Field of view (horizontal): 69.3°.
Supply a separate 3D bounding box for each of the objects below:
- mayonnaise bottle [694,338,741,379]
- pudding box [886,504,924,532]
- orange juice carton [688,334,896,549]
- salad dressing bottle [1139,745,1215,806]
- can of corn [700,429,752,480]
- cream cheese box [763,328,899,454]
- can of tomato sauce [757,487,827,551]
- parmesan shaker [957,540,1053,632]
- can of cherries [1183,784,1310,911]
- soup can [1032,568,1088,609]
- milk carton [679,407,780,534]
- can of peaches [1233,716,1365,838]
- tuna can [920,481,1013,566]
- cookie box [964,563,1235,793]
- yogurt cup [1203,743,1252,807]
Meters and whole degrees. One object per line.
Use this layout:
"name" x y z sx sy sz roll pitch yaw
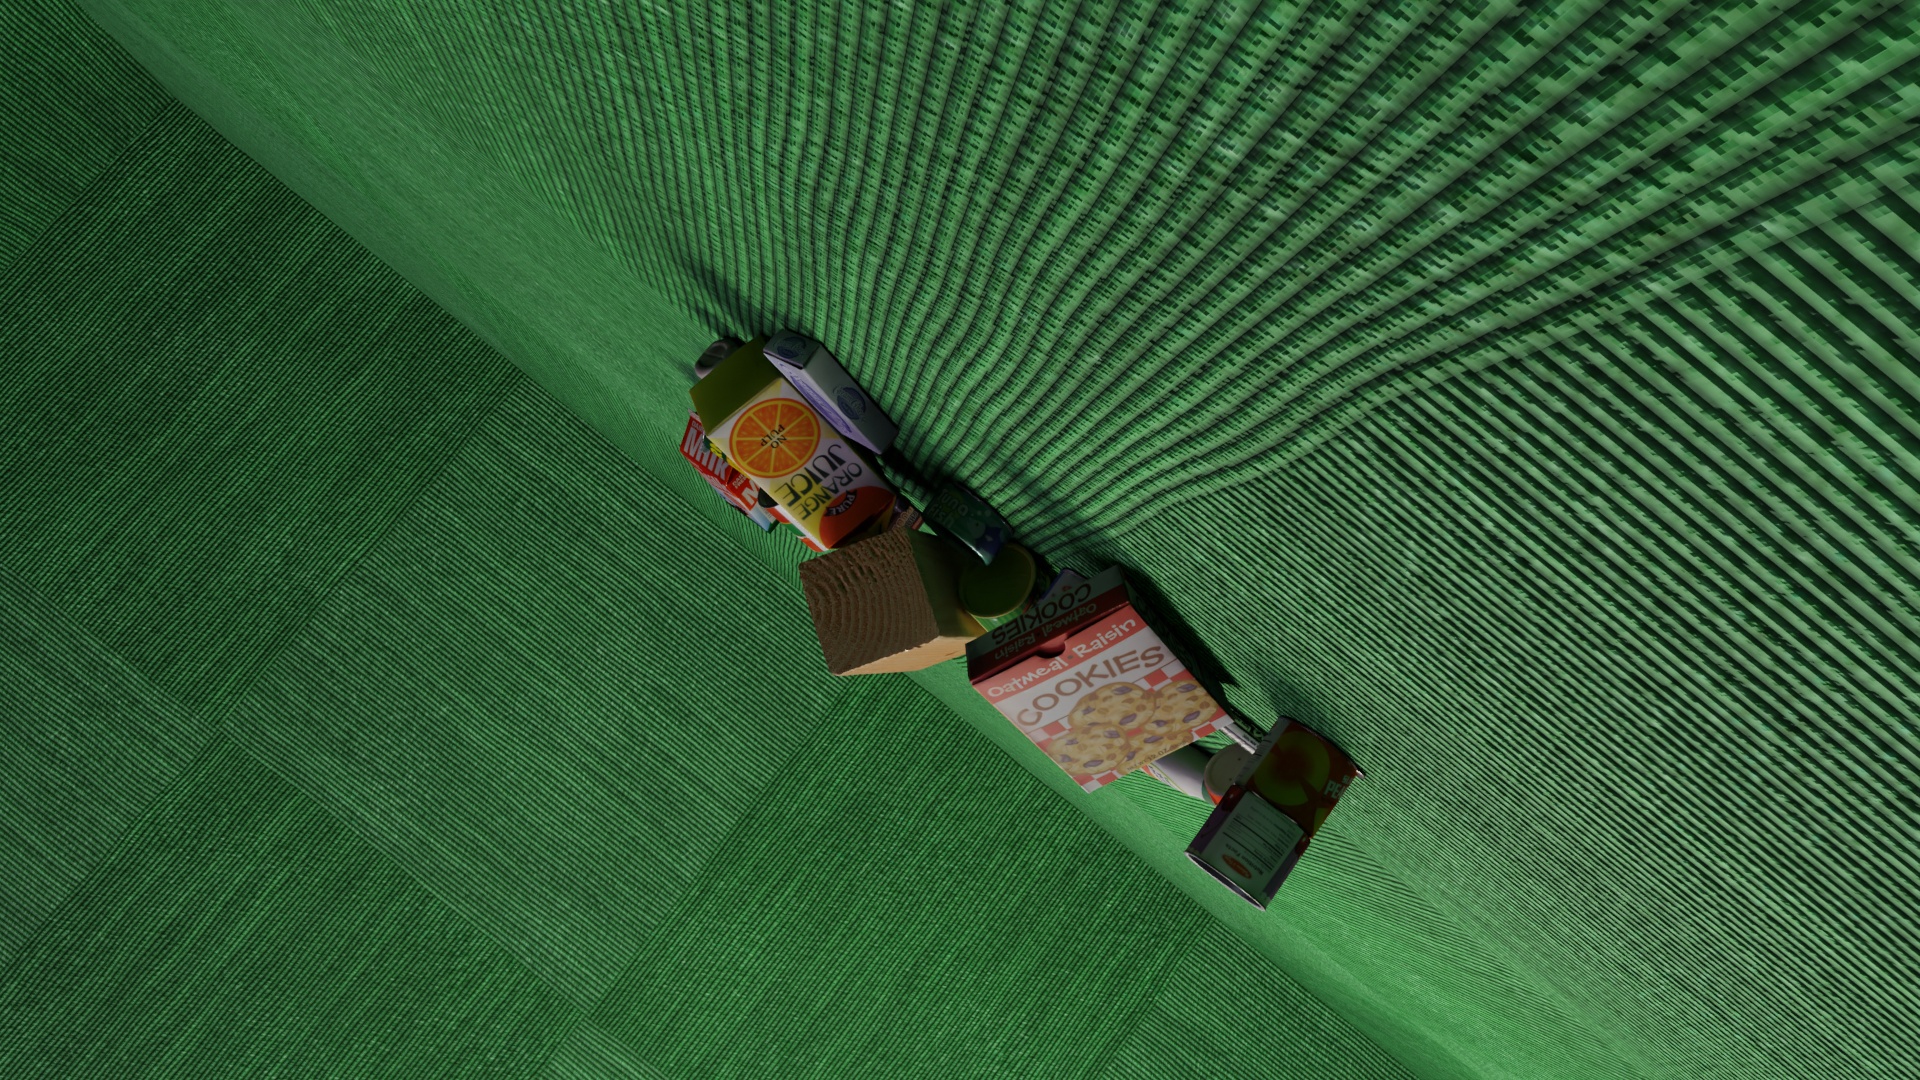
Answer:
"mayonnaise bottle" -0.155 -0.108 1.173 0.148 0.041 0.065 42 171 -28
"pudding box" -0.072 -0.016 1.272 0.030 0.050 0.084 42 170 -29
"orange juice carton" -0.117 -0.063 1.084 0.192 0.073 0.072 46 -172 -40
"salad dressing bottle" 0.222 0.222 1.323 0.064 0.044 0.148 41 170 -26
"can of corn" -0.200 -0.096 1.304 0.058 0.071 0.071 35 170 14
"cream cheese box" -0.092 -0.106 0.990 0.053 0.024 0.103 28 166 45
"can of tomato sauce" -0.160 -0.038 1.451 0.083 0.071 0.071 44 169 -36
"parmesan shaker" 0.050 0.052 1.100 0.071 0.071 0.103 30 168 40
"can of cherries" 0.196 0.209 0.950 0.071 0.058 0.071 36 171 7
"soup can" 0.078 0.075 1.035 0.071 0.084 0.071 37 171 7
"milk carton" -0.235 -0.084 1.489 0.072 0.073 0.190 35 170 20
"can of peaches" 0.234 0.166 0.964 0.071 0.058 0.071 37 170 8
"tuna can" 0.004 -0.013 1.049 0.071 0.033 0.071 37 171 7
"cookie box" 0.098 0.100 0.963 0.167 0.123 0.040 46 -159 -40
"yogurt cup" 0.233 0.201 1.126 0.072 0.072 0.053 24 155 55
